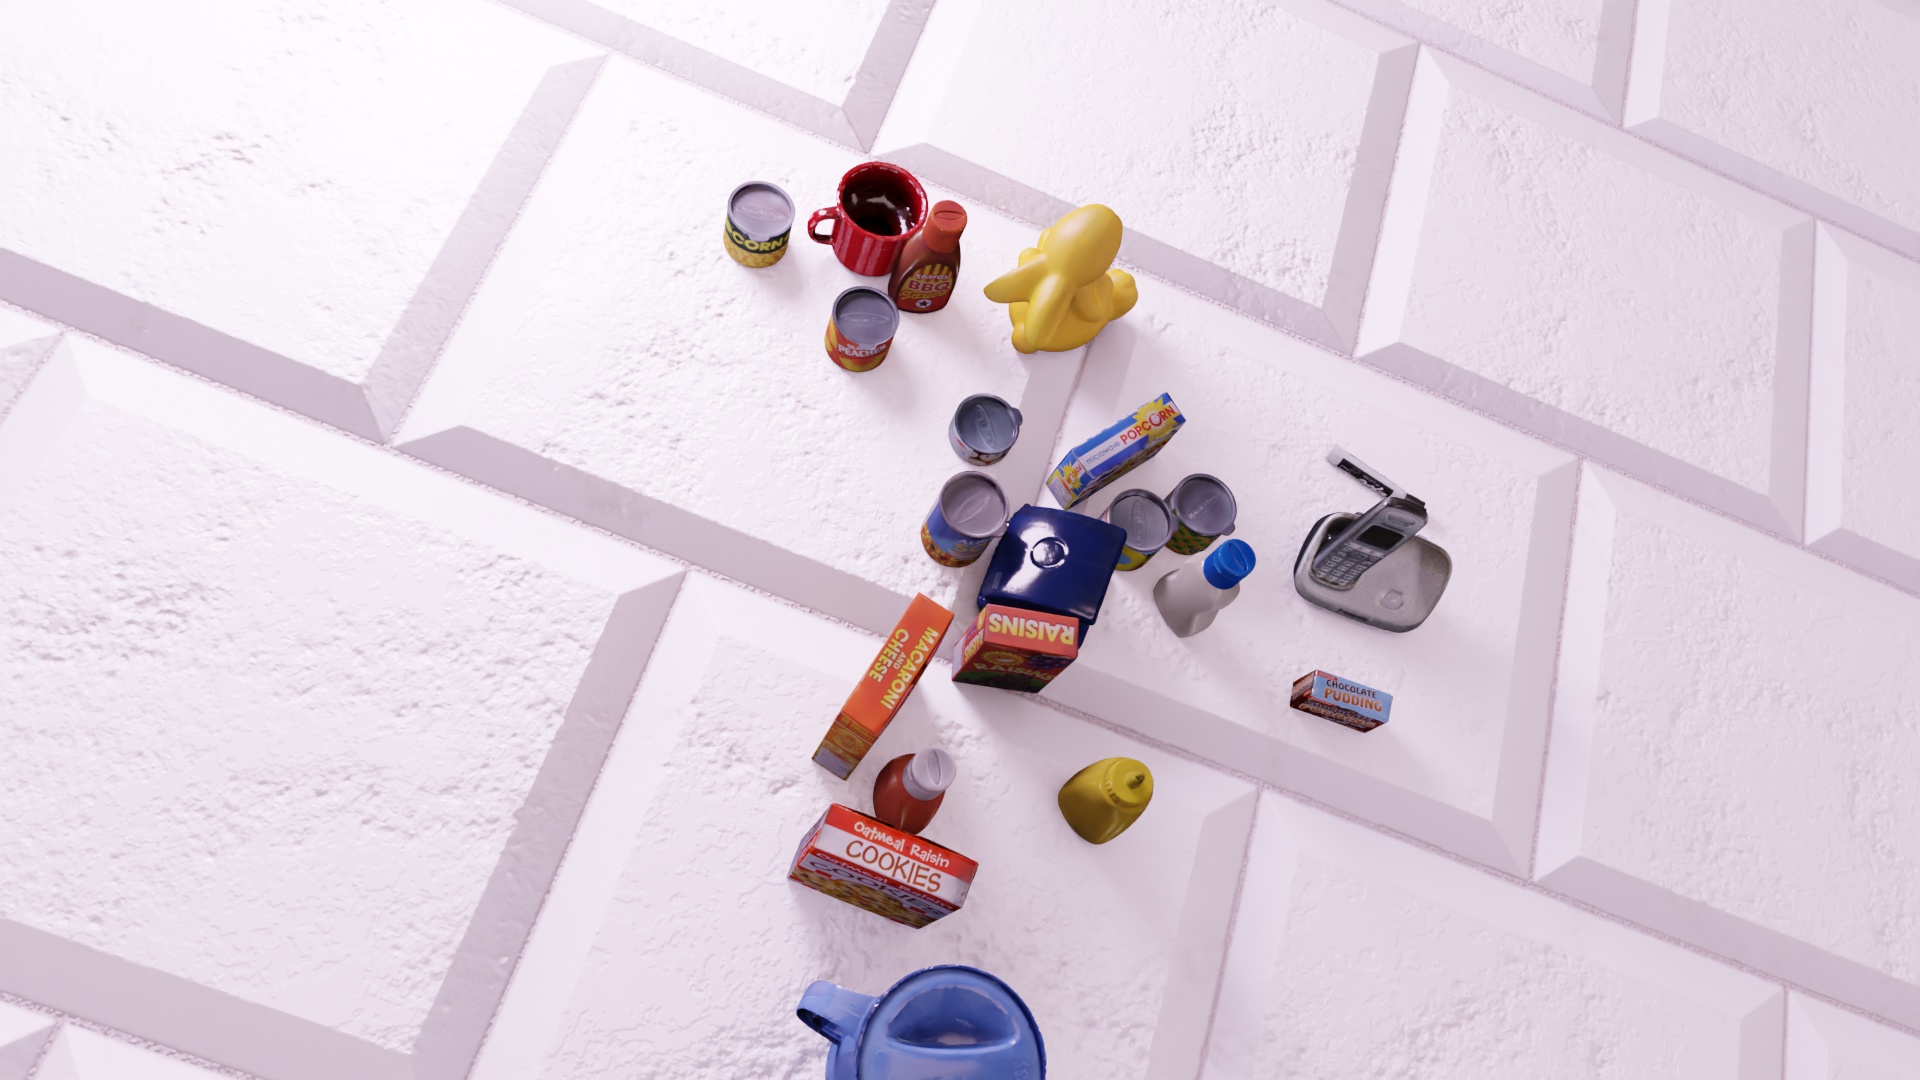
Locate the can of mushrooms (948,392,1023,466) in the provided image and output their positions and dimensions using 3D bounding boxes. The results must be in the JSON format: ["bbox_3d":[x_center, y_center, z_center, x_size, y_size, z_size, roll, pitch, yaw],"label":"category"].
[{"bbox_3d":[0.025,-0.109,1.366,0.071,0.033,0.071,5,67,-13],"label":"can of mushrooms"}]

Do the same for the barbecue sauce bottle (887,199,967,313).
[{"bbox_3d":[-0.028,-0.277,1.358,0.065,0.148,0.044,-1,69,-15],"label":"barbecue sauce bottle"}]

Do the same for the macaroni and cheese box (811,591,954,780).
[{"bbox_3d":[-0.066,0.126,1.172,0.040,0.165,0.124,33,64,0],"label":"macaroni and cheese box"}]

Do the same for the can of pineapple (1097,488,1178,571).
[{"bbox_3d":[0.168,-0.009,1.350,0.071,0.057,0.071,5,67,-13],"label":"can of pineapple"}]

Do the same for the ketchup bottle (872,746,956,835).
[{"bbox_3d":[-0.039,0.206,1.157,0.043,0.148,0.065,-4,70,-16],"label":"ketchup bottle"}]

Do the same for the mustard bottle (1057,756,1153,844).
[{"bbox_3d":[0.132,0.218,1.191,0.049,0.159,0.065,-34,80,-24],"label":"mustard bottle"}]

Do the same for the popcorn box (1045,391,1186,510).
[{"bbox_3d":[0.152,-0.087,1.362,0.127,0.085,0.038,-32,79,-24],"label":"popcorn box"}]

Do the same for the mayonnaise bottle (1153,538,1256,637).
[{"bbox_3d":[0.229,0.041,1.296,0.041,0.147,0.065,-22,76,-22],"label":"mayonnaise bottle"}]

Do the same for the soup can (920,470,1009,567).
[{"bbox_3d":[0.005,-0.016,1.295,0.071,0.083,0.071,5,67,-13],"label":"soup can"}]

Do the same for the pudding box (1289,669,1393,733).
[{"bbox_3d":[0.367,0.155,1.340,0.084,0.049,0.030,20,65,-6],"label":"pudding box"}]

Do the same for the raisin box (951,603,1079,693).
[{"bbox_3d":[0.047,0.099,1.237,0.086,0.123,0.040,11,67,-11],"label":"raisin box"}]

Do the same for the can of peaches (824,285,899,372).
[{"bbox_3d":[-0.098,-0.204,1.360,0.071,0.057,0.071,5,67,-13],"label":"can of peaches"}]

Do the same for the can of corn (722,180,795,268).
[{"bbox_3d":[-0.200,-0.310,1.376,0.071,0.058,0.071,5,67,-13],"label":"can of corn"}]

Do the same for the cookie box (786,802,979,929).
[{"bbox_3d":[-0.066,0.264,1.115,0.123,0.166,0.040,23,65,-5],"label":"cookie box"}]

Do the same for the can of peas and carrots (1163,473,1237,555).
[{"bbox_3d":[0.233,-0.023,1.373,0.071,0.058,0.071,5,67,-13],"label":"can of peas and carrots"}]
